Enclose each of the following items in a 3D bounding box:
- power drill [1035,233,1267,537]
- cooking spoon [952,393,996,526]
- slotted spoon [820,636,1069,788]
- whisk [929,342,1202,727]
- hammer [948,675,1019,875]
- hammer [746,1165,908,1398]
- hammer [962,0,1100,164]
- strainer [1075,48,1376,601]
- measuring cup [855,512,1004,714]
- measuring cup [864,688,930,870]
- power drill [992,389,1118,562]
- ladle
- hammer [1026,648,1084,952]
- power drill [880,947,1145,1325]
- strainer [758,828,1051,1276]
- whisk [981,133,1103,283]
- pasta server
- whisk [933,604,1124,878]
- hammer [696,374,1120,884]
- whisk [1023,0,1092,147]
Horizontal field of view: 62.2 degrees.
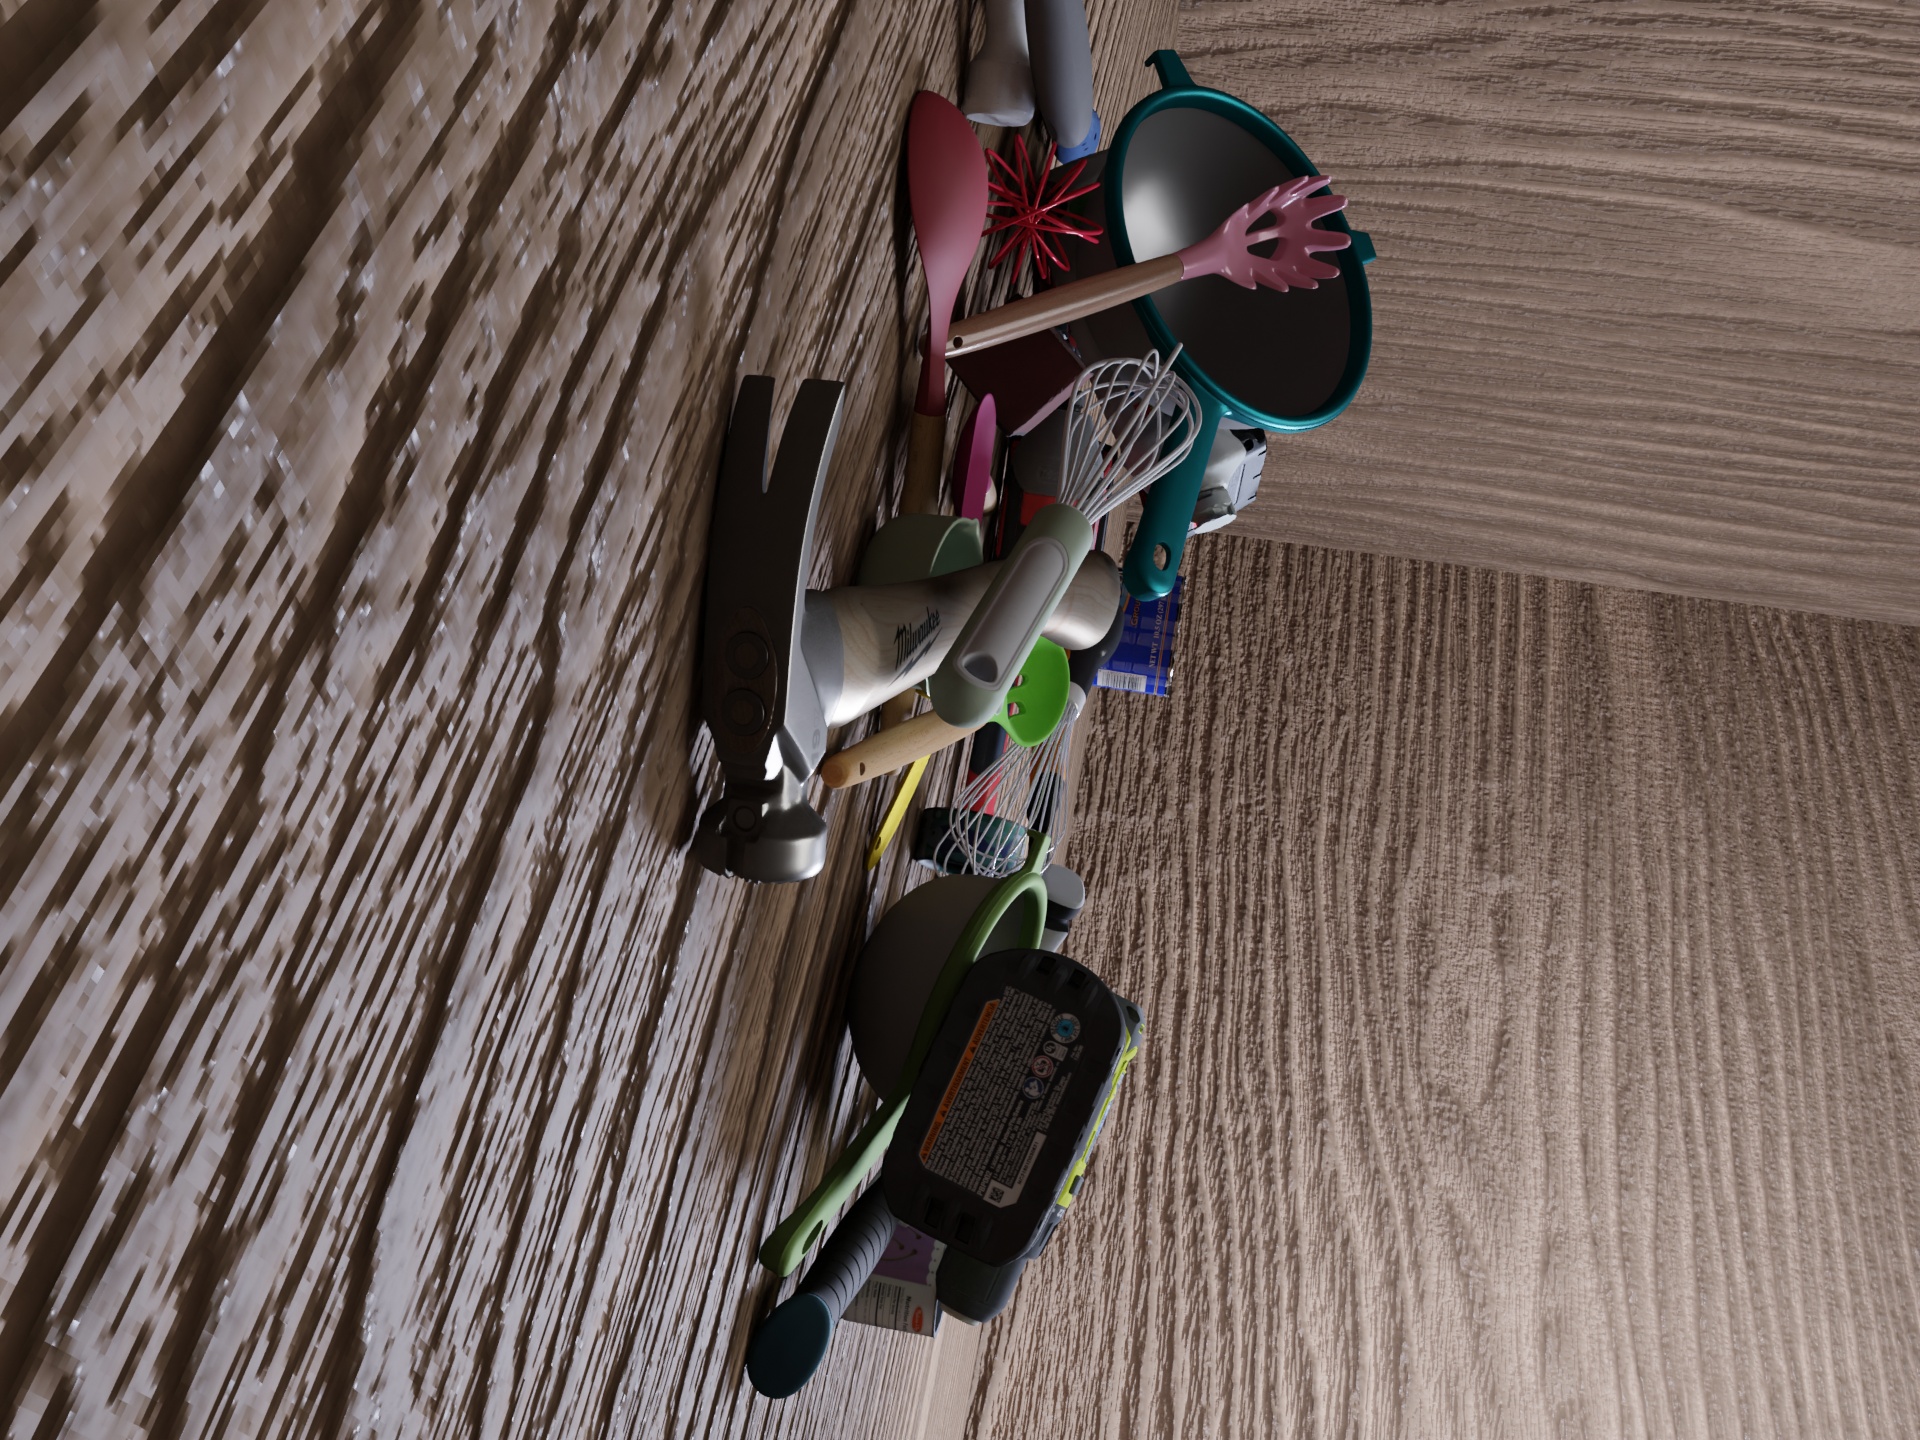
[{"bbox_3d":[0.125,-0.242,1.152,0.227,0.080,0.187,61,-4,16],"label":"power drill"},{"bbox_3d":[0.009,-0.123,0.840,0.319,0.017,0.069,-56,156,-85],"label":"cooking spoon"},{"bbox_3d":[-0.001,-0.003,0.792,0.314,0.031,0.070,-25,113,-69],"label":"slotted spoon"},{"bbox_3d":[0.043,-0.079,0.617,0.059,0.058,0.246,-57,-178,46],"label":"whisk"},{"bbox_3d":[0.016,0.029,1.115,0.143,0.038,0.386,75,25,-70],"label":"hammer"},{"bbox_3d":[-0.040,0.252,0.834,0.128,0.033,0.331,-61,172,12],"label":"hammer"},{"bbox_3d":[0.053,-0.382,0.913,0.405,0.035,0.144,-49,147,-77],"label":"hammer"},{"bbox_3d":[0.122,-0.202,0.913,0.095,0.210,0.341,-20,-135,52],"label":"strainer"},{"bbox_3d":[-0.010,-0.037,0.725,0.167,0.038,0.083,58,45,-67],"label":"measuring cup"},{"bbox_3d":[-0.027,0.004,0.822,0.062,0.029,0.157,77,34,-64],"label":"measuring cup"},{"bbox_3d":[0.060,-0.138,1.032,0.220,0.078,0.143,-62,160,-81],"label":"power drill"},{"bbox_3d":[-0.018,-0.113,0.713,0.069,0.031,0.315,-53,154,-59],"label":"ladle"},{"bbox_3d":[0.058,0.044,1.091,0.337,0.034,0.127,-78,-167,-50],"label":"hammer"},{"bbox_3d":[0.028,0.211,0.796,0.190,0.080,0.228,-64,165,-13],"label":"power drill"},{"bbox_3d":[-0.041,0.161,0.773,0.256,0.069,0.151,-45,151,-49],"label":"strainer"},{"bbox_3d":[0.041,-0.281,0.870,0.296,0.073,0.073,-77,173,-71],"label":"whisk"},{"bbox_3d":[0.098,-0.227,0.814,0.316,0.040,0.060,-28,118,-39],"label":"pasta server"},{"bbox_3d":[0.053,0.008,0.962,0.285,0.070,0.070,-62,161,-47],"label":"whisk"},{"bbox_3d":[0.005,-0.053,0.640,0.410,0.038,0.146,-25,122,-70],"label":"hammer"},{"bbox_3d":[0.035,-0.338,0.656,0.238,0.055,0.055,74,24,-55],"label":"whisk"}]
